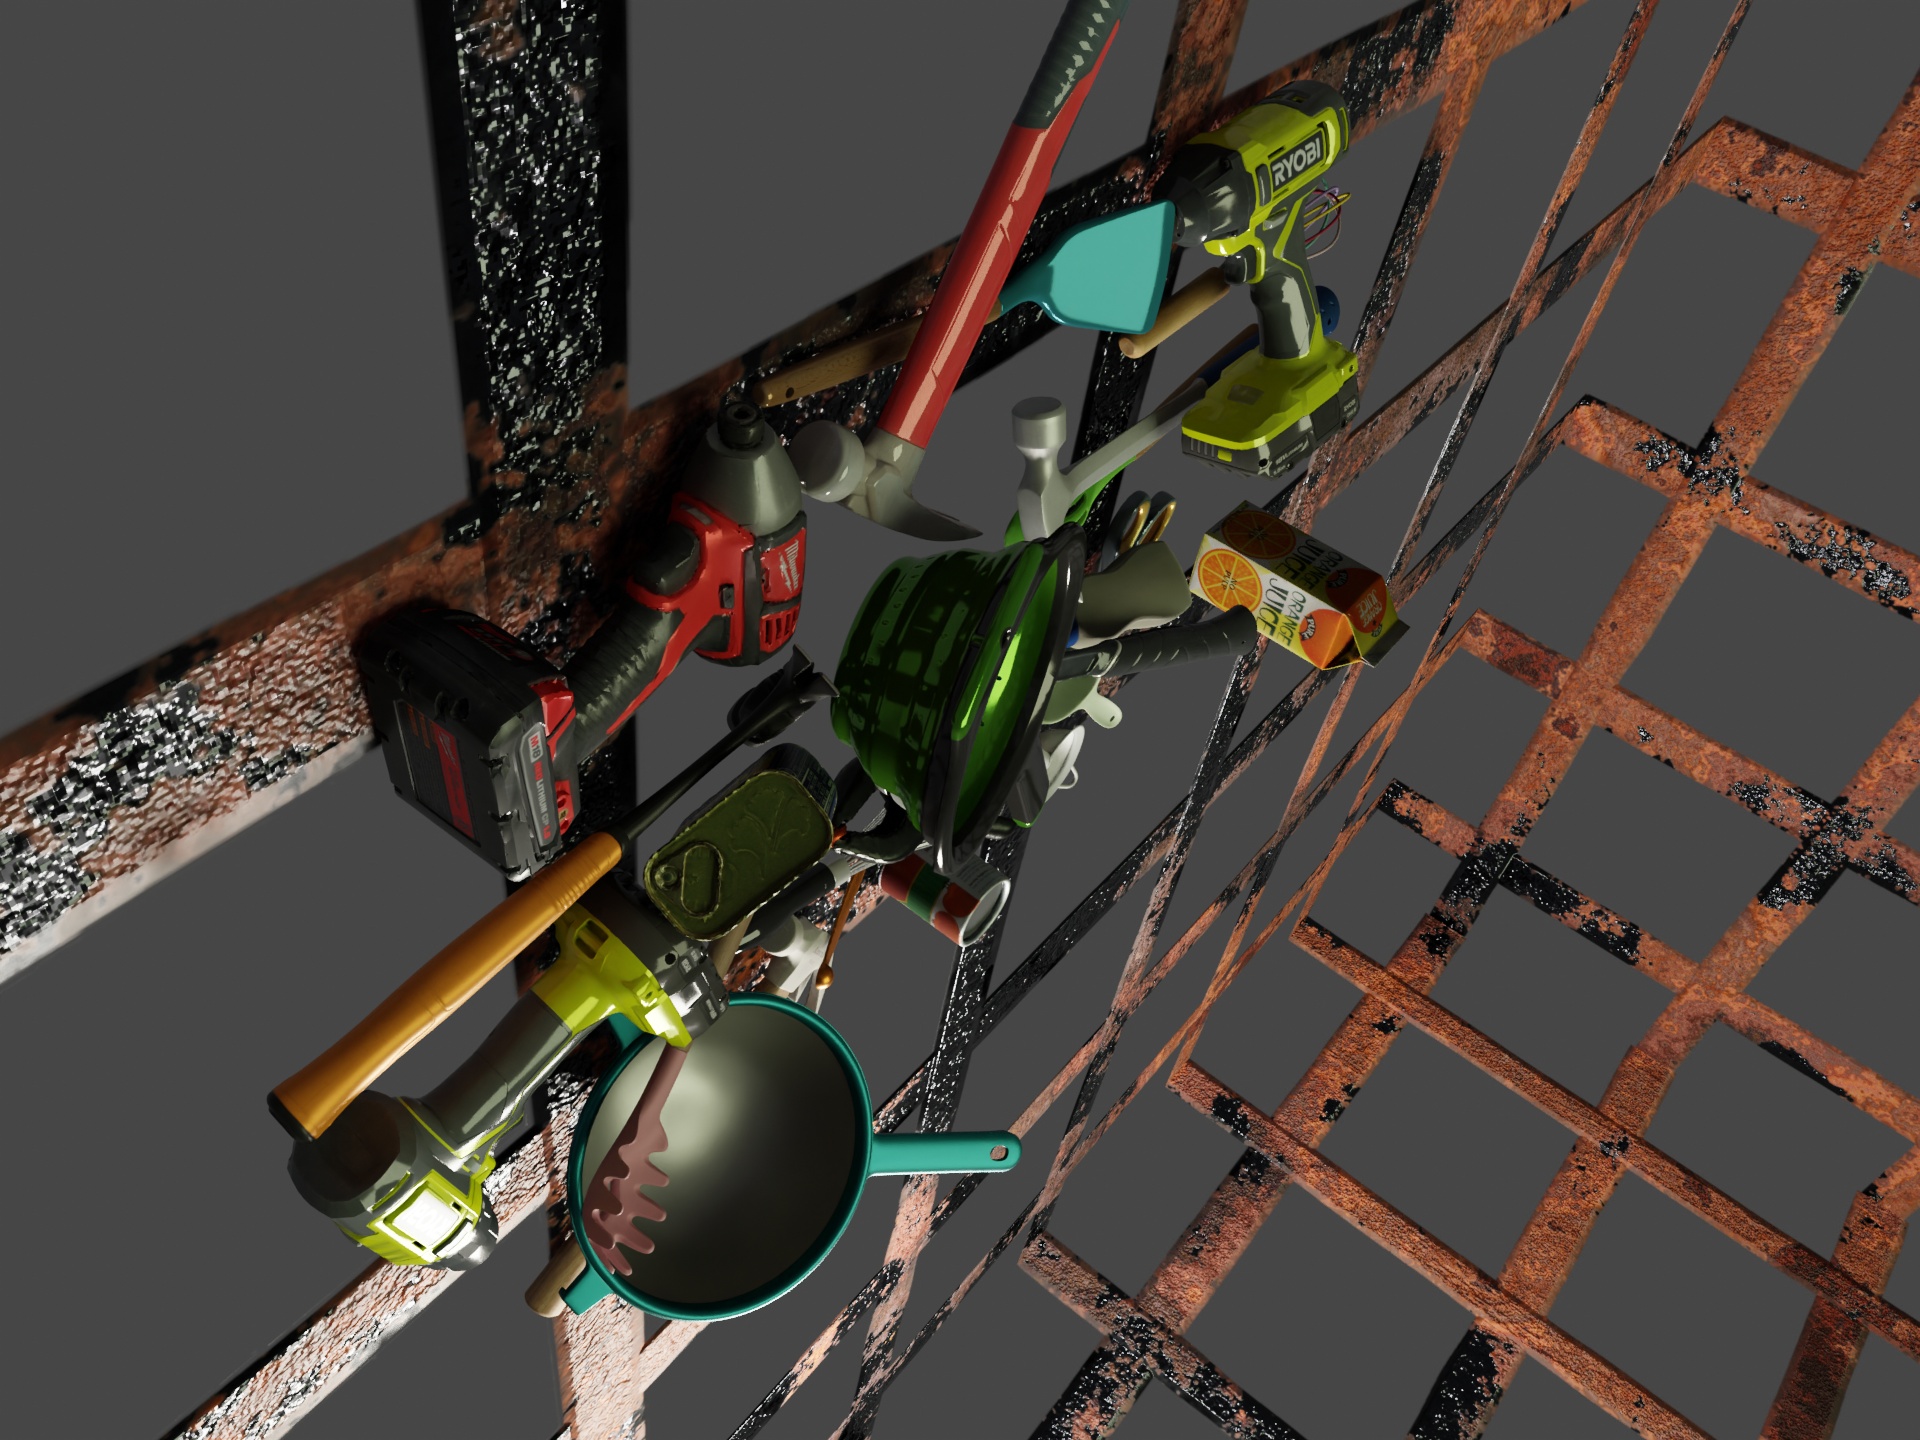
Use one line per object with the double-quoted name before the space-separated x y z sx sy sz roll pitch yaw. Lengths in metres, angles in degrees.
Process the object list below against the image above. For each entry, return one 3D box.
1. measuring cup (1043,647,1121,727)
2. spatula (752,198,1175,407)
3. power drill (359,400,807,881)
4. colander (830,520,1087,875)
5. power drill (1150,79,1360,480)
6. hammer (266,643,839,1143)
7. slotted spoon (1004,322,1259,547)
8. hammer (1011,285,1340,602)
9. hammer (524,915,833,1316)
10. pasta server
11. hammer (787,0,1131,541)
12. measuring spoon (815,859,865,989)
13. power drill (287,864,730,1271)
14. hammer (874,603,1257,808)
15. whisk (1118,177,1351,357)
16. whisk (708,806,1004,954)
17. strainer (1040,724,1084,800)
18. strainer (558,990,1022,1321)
"measuring cup" 0.092 -0.027 1.291 0.083 0.038 0.167 -50 153 4
"spatula" 0.010 -0.215 0.853 0.317 0.044 0.082 -34 143 -42
"power drill" -0.151 -0.045 0.712 0.220 0.078 0.143 -45 158 -36
"colander" -0.002 -0.003 0.952 0.396 0.094 0.204 70 42 -73
"power drill" 0.191 -0.279 1.044 0.171 0.080 0.223 -39 133 -26
"hammer" -0.199 0.082 0.798 0.337 0.034 0.127 -43 -174 -23
"slotted spoon" 0.137 -0.211 1.163 0.314 0.031 0.070 -45 154 -31
"hammer" 0.165 -0.224 1.141 0.405 0.035 0.144 -38 135 -40
"hammer" -0.200 0.283 1.144 0.331 0.031 0.130 -54 159 -5
"pasta server" -0.156 0.178 0.977 0.316 0.040 0.060 -67 158 -14
"hammer" 0.041 -0.274 0.792 0.143 0.038 0.386 12 106 -58
"measuring spoon" -0.082 0.143 1.166 0.021 0.011 0.117 76 29 -61
"power drill" -0.239 0.203 0.880 0.228 0.080 0.190 -45 156 -20
"hammer" 0.090 -0.037 1.140 0.409 0.036 0.149 -12 128 -46
"whisk" 0.195 -0.318 1.110 0.245 0.047 0.051 -40 136 -28
"whisk" -0.068 0.091 1.125 0.284 0.070 0.070 -31 148 -40
"strainer" 0.063 0.030 1.281 0.087 0.050 0.258 -58 170 0
"strainer" -0.118 0.285 1.086 0.340 0.095 0.211 10 87 -34
